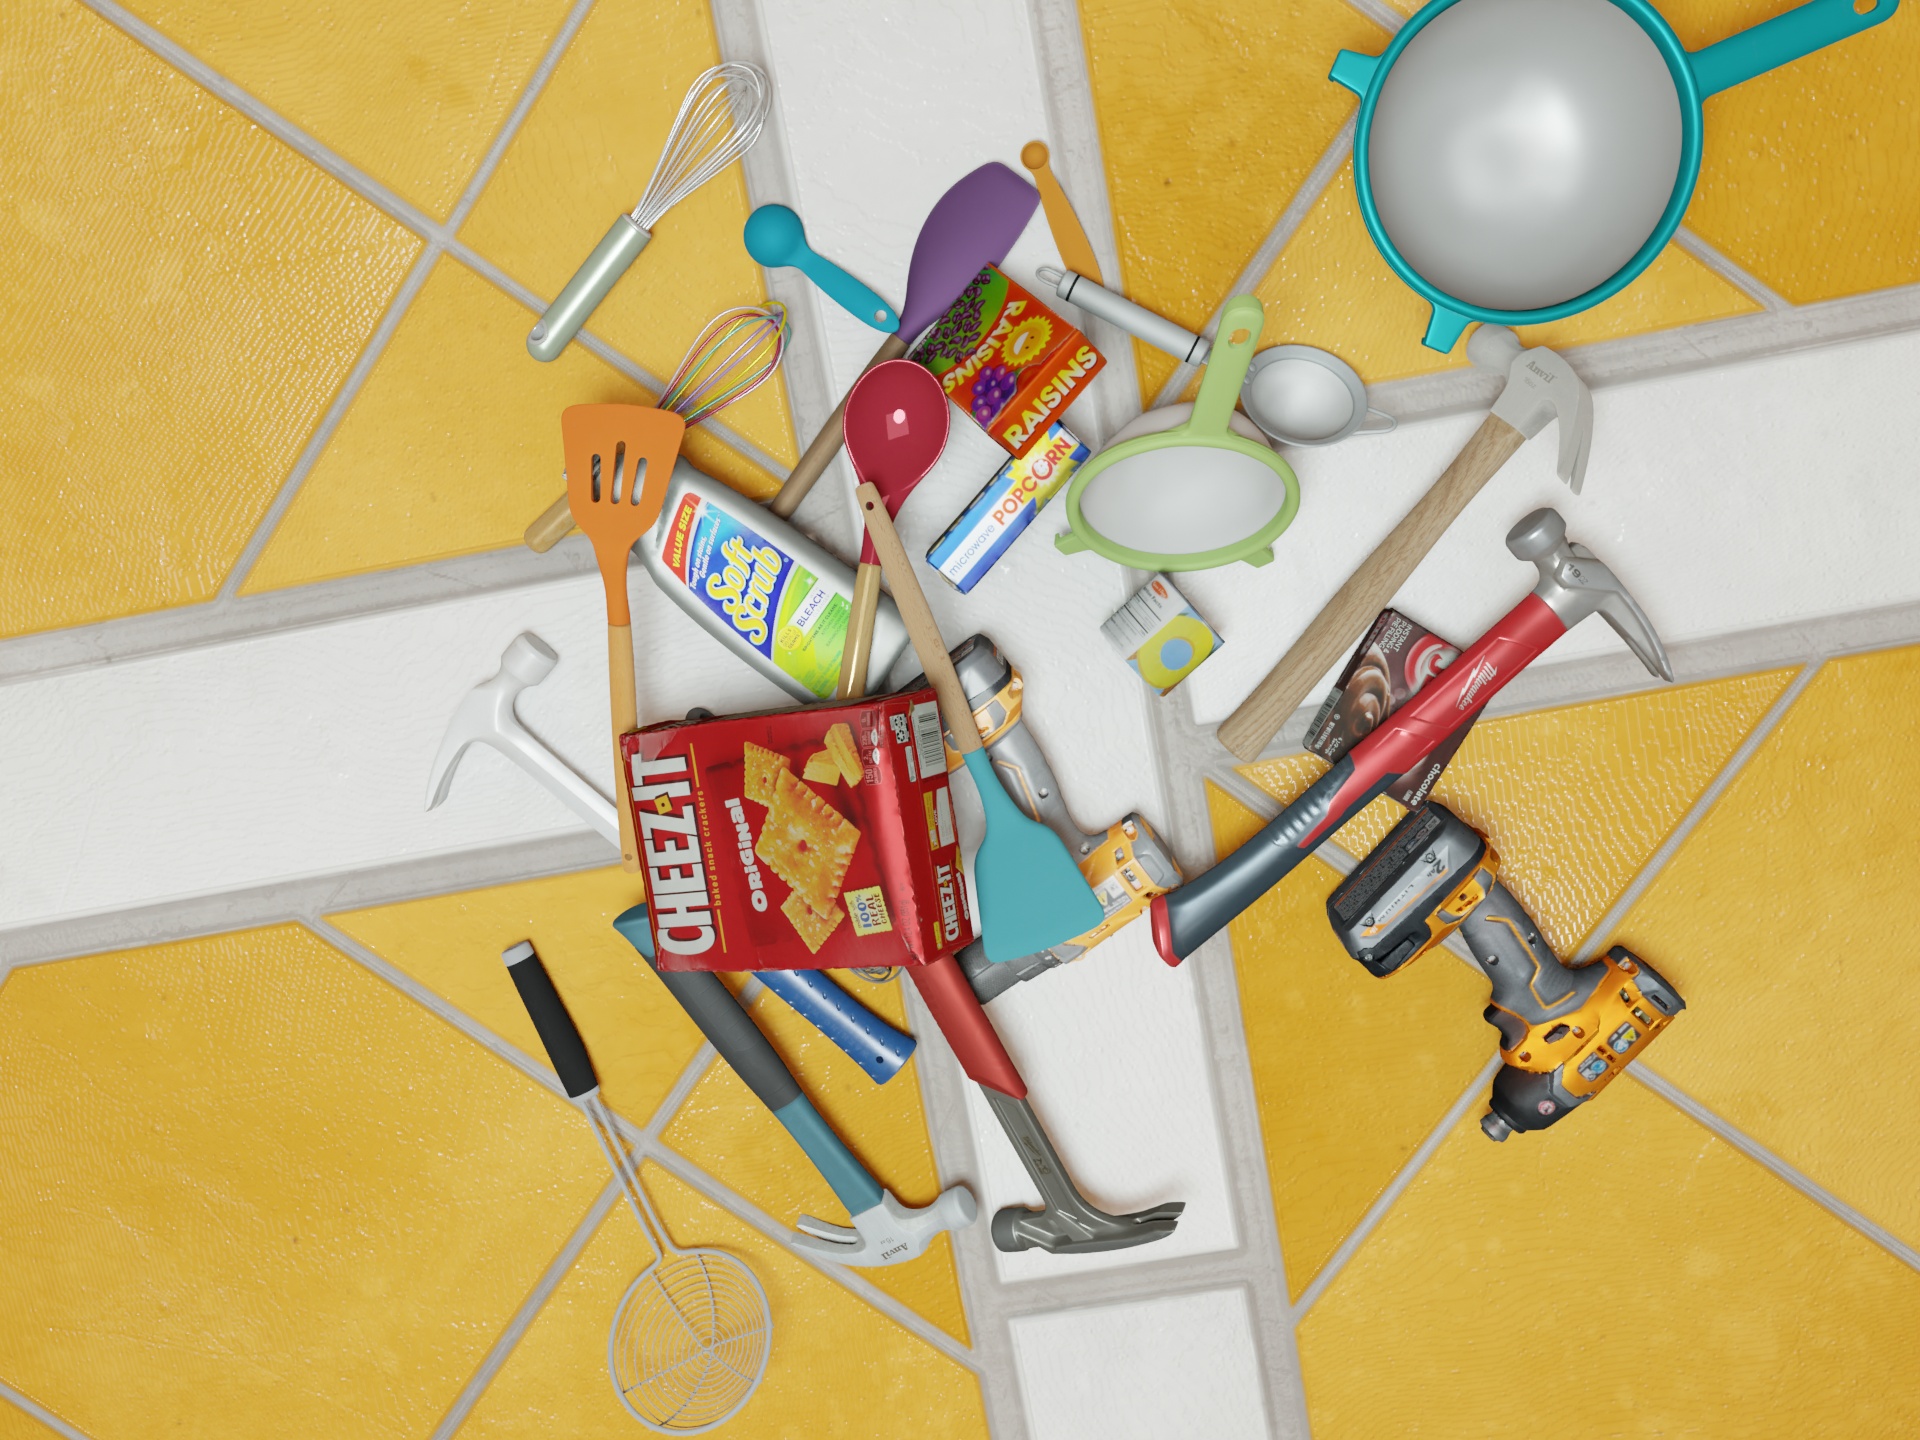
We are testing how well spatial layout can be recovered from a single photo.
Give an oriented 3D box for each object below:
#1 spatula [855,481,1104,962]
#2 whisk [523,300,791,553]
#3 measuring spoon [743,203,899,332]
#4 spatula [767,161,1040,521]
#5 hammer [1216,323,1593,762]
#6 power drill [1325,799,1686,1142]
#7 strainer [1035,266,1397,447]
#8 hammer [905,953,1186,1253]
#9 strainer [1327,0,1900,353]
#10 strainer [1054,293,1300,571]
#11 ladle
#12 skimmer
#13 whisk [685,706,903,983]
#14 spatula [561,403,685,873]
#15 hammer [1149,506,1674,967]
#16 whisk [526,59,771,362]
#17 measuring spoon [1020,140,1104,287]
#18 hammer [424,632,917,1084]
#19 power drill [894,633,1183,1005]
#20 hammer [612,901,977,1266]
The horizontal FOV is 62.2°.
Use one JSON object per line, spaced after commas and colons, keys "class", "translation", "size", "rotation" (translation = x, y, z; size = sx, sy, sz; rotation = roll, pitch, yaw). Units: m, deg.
{"class": "spatula", "translation": [-0.002, -0.003, 1.018], "size": [0.082, 0.044, 0.317], "rotation": [-21, 98, 10]}
{"class": "whisk", "translation": [-0.208, -0.200, 1.091], "size": [0.245, 0.051, 0.047], "rotation": [-40, 74, 12]}
{"class": "measuring spoon", "translation": [-0.093, -0.301, 1.065], "size": [0.128, 0.021, 0.042], "rotation": [38, 99, 5]}
{"class": "spatula", "translation": [-0.057, -0.240, 1.083], "size": [0.060, 0.018, 0.316], "rotation": [37, 100, 4]}
{"class": "hammer", "translation": [0.288, -0.103, 1.057], "size": [0.031, 0.130, 0.331], "rotation": [24, 111, -40]}
{"class": "power drill", "translation": [0.365, 0.182, 1.102], "size": [0.226, 0.084, 0.164], "rotation": [40, 99, -8]}
{"class": "strainer", "translation": [0.165, -0.242, 1.060], "size": [0.258, 0.050, 0.087], "rotation": [28, 62, 2]}
{"class": "hammer", "translation": [0.017, 0.220, 1.095], "size": [0.149, 0.037, 0.359], "rotation": [-18, 107, 31]}
{"class": "strainer", "translation": [0.404, -0.381, 1.002], "size": [0.340, 0.095, 0.211], "rotation": [-22, 100, 4]}
{"class": "strainer", "translation": [0.148, -0.189, 0.996], "size": [0.151, 0.256, 0.069], "rotation": [3, 61, -3]}
{"class": "ladle", "translation": [-0.061, -0.076, 1.038], "size": [0.069, 0.031, 0.315], "rotation": [10, 95, 0]}
{"class": "skimmer", "translation": [-0.250, 0.332, 1.146], "size": [0.127, 0.090, 0.363], "rotation": [-24, 96, 2]}
{"class": "whisk", "translation": [-0.118, 0.087, 1.127], "size": [0.055, 0.055, 0.239], "rotation": [-36, 91, 8]}
{"class": "spatula", "translation": [-0.222, -0.046, 1.056], "size": [0.081, 0.041, 0.322], "rotation": [5, 114, 5]}
{"class": "hammer", "translation": [0.287, 0.040, 1.061], "size": [0.386, 0.038, 0.143], "rotation": [-42, 98, 6]}
{"class": "whisk", "translation": [-0.211, -0.337, 1.065], "size": [0.246, 0.059, 0.058], "rotation": [-48, 58, 12]}
{"class": "measuring spoon", "translation": [0.070, -0.332, 1.069], "size": [0.021, 0.011, 0.117], "rotation": [-23, 101, 10]}
{"class": "hammer", "translation": [-0.202, 0.122, 1.140], "size": [0.405, 0.035, 0.144], "rotation": [41, 98, -4]}
{"class": "power drill", "translation": [0.019, 0.078, 1.103], "size": [0.185, 0.084, 0.226], "rotation": [-36, 100, 9]}
{"class": "hammer", "translation": [-0.131, 0.260, 1.136], "size": [0.128, 0.033, 0.331], "rotation": [-31, 103, 18]}
